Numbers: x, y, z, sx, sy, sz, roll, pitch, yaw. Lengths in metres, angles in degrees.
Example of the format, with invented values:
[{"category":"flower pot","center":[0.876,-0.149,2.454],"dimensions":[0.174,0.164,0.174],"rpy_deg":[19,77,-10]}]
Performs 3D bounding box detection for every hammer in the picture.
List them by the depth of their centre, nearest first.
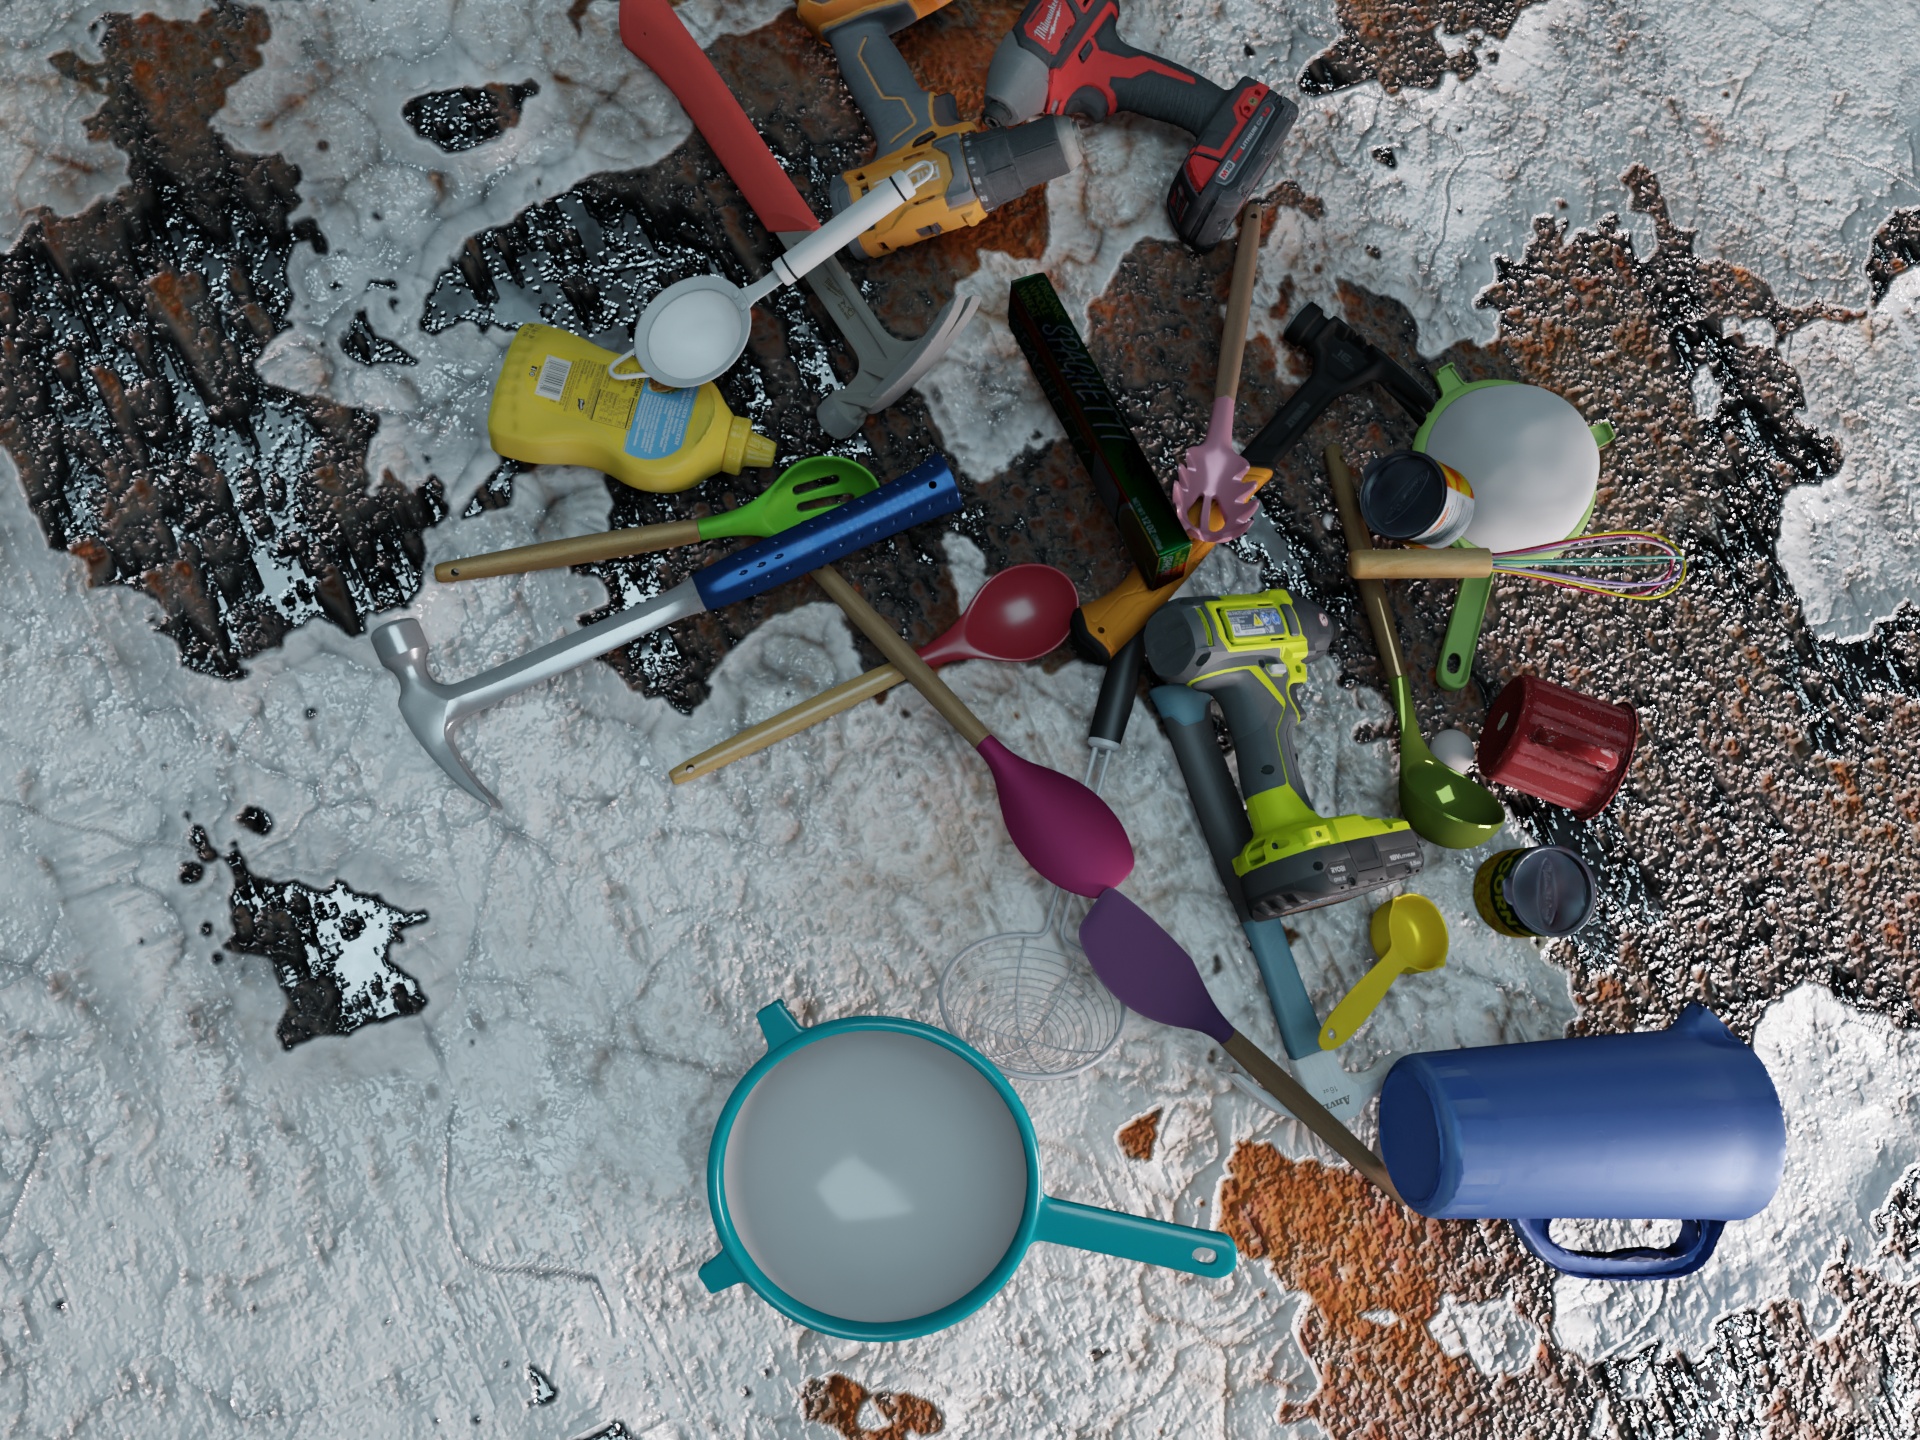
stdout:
[{"category":"hammer","center":[-0.187,-0.077,1.090],"dimensions":[0.405,0.035,0.144],"rpy_deg":[-25,86,-5]},{"category":"hammer","center":[-0.132,-0.386,1.134],"dimensions":[0.359,0.149,0.036],"rpy_deg":[57,34,8]},{"category":"hammer","center":[0.210,0.127,1.137],"dimensions":[0.128,0.033,0.331],"rpy_deg":[-18,84,-12]},{"category":"hammer","center":[0.203,-0.161,1.158],"dimensions":[0.127,0.034,0.337],"rpy_deg":[40,73,9]}]

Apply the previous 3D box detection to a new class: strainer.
[{"category":"strainer","center":[0.009,0.299,1.038],"dimensions":[0.340,0.095,0.211],"rpy_deg":[13,95,-1]},{"category":"strainer","center":[-0.124,-0.299,1.081],"dimensions":[0.258,0.050,0.087],"rpy_deg":[-33,67,11]},{"category":"strainer","center":[0.407,-0.146,1.188],"dimensions":[0.151,0.069,0.256],"rpy_deg":[20,77,-5]}]

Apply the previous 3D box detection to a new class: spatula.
[{"category":"spatula","center":[0.197,0.232,1.080],"dimensions":[0.315,0.018,0.060],"rpy_deg":[42,65,-12]}]

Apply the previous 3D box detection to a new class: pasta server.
[{"category":"pasta server","center":[0.197,-0.258,1.158],"dimensions":[0.060,0.040,0.316],"rpy_deg":[13,65,-1]}]

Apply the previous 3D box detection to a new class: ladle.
[{"category":"ladle","center":[-0.060,-0.026,1.125],"dimensions":[0.315,0.031,0.069],"rpy_deg":[-26,82,-9]},{"category":"ladle","center":[0.322,-0.060,1.162],"dimensions":[0.078,0.062,0.320],"rpy_deg":[-2,73,-36]}]

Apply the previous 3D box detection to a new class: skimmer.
[{"category":"skimmer","center":[0.084,0.068,1.097],"dimensions":[0.127,0.090,0.363],"rpy_deg":[14,78,10]}]

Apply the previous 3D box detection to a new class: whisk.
[{"category":"whisk","center":[0.403,-0.111,1.148],"dimensions":[0.245,0.051,0.047],"rpy_deg":[-1,102,0]}]

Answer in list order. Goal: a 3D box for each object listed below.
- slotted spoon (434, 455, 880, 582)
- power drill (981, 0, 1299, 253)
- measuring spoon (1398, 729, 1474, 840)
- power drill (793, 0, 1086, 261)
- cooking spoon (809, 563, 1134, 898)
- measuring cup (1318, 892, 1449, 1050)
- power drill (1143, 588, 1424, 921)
[{"category":"slotted spoon","center":[-0.210,-0.132,1.118],"dimensions":[0.313,0.031,0.070],"rpy_deg":[-11,107,-7]},{"category":"power drill","center":[0.127,-0.458,1.196],"dimensions":[0.219,0.078,0.143],"rpy_deg":[33,78,1]},{"category":"measuring spoon","center":[0.345,0.060,1.173],"dimensions":[0.034,0.018,0.124],"rpy_deg":[32,79,-3]},{"category":"power drill","center":[-0.020,-0.465,1.148],"dimensions":[0.185,0.084,0.226],"rpy_deg":[-15,84,14]},{"category":"cooking spoon","center":[-0.002,-0.003,1.095],"dimensions":[0.069,0.017,0.319],"rpy_deg":[-40,77,-16]},{"category":"measuring cup","center":[0.288,0.181,1.117],"dimensions":[0.156,0.029,0.062],"rpy_deg":[-39,93,-32]},{"category":"power drill","center":[0.233,0.016,1.112],"dimensions":[0.171,0.080,0.223],"rpy_deg":[-6,73,-37]}]
